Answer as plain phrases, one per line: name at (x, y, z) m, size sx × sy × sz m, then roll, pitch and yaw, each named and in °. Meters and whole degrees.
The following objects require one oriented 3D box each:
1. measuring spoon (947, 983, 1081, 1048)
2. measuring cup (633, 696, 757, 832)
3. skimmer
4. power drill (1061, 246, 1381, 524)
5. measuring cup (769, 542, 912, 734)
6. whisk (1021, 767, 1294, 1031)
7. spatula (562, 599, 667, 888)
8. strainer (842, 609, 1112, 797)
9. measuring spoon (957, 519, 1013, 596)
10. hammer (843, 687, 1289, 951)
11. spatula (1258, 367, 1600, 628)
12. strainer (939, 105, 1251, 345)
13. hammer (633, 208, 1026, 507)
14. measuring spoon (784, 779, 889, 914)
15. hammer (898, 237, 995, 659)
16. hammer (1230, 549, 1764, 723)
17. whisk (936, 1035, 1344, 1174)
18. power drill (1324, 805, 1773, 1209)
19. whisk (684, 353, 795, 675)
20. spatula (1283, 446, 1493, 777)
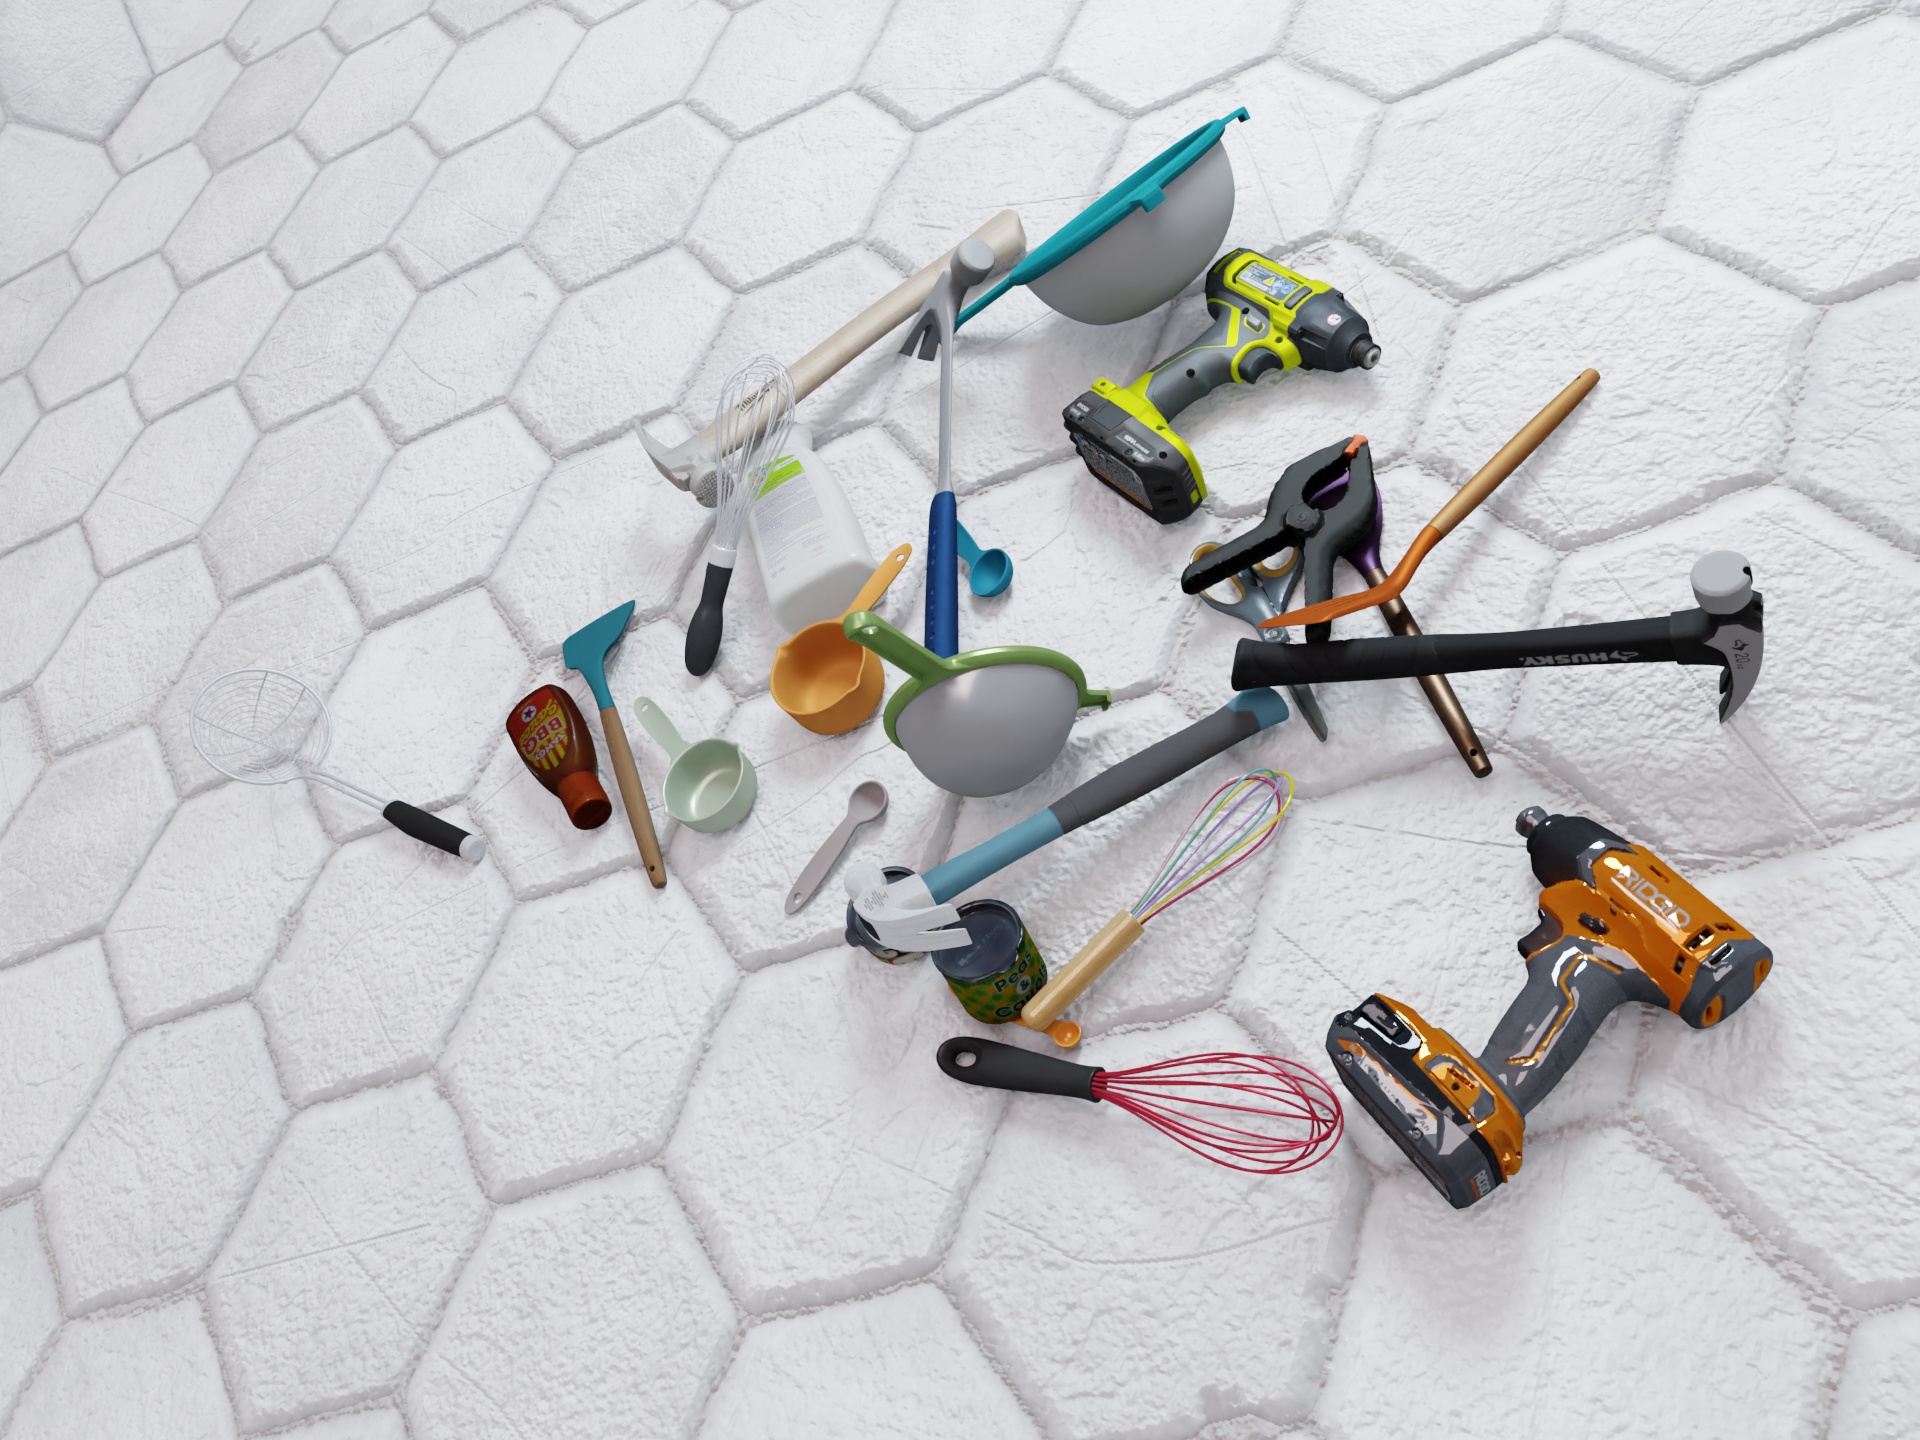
measuring spoon at (0.037, 0.202, 1.102) m, size 0.117 × 0.011 × 0.021 m, roll 18°, pitch 59°, yaw 38°
measuring cup at (-0.226, 0.032, 1.328) m, size 0.083 × 0.038 × 0.168 m, roll -44°, pitch 49°, yaw -3°
skimmer at (-0.571, 0.041, 1.468) m, size 0.363 × 0.090 × 0.127 m, roll 18°, pitch 39°, yaw 32°
power drill at (0.207, -0.267, 1.262) m, size 0.223 × 0.080 × 0.171 m, roll -42°, pitch 50°, yaw -5°
measuring cup at (-0.081, -0.065, 1.302) m, size 0.095 × 0.052 × 0.174 m, roll 25°, pitch 73°, yaw 36°
whisk at (0.134, 0.120, 1.074) m, size 0.245 × 0.051 × 0.047 m, roll -44°, pitch 57°, yaw -4°
spatula at (-0.292, 0.016, 1.382) m, size 0.082 × 0.044 × 0.318 m, roll -29°, pitch 56°, yaw 8°
strainer at (-0.002, -0.004, 1.096) m, size 0.151 × 0.256 × 0.069 m, roll -24°, pitch 62°, yaw 21°
measuring spoon at (0.011, -0.141, 1.326) m, size 0.042 × 0.021 × 0.129 m, roll -51°, pitch 40°, yaw 13°
hammer at (0.078, 0.063, 1.108) m, size 0.331 × 0.033 × 0.128 m, roll -29°, pitch 24°, yaw -5°
spatula at (0.341, -0.153, 1.112) m, size 0.322 × 0.041 × 0.081 m, roll -43°, pitch 14°, yaw -15°
strainer at (0.109, -0.374, 1.356) m, size 0.340 × 0.095 × 0.211 m, roll -24°, pitch 20°, yaw 47°
hammer at (-0.110, -0.348, 1.460) m, size 0.410 × 0.038 × 0.146 m, roll -39°, pitch 47°, yaw -12°
measuring spoon at (-0.095, 0.101, 1.233) m, size 0.034 × 0.018 × 0.124 m, roll 35°, pitch 87°, yaw 38°
hammer at (-0.015, -0.191, 1.314) m, size 0.144 × 0.035 × 0.406 m, roll 140°, pitch 135°, yaw -60°
hammer at (0.332, -0.041, 1.021) m, size 0.335 × 0.146 × 0.035 m, roll -3°, pitch 59°, yaw 31°
whisk at (0.105, 0.235, 1.017) m, size 0.296 × 0.073 × 0.073 m, roll 2°, pitch 62°, yaw 36°
power drill at (0.328, 0.156, 0.933) m, size 0.226 × 0.084 × 0.164 m, roll -38°, pitch 50°, yaw -3°
whisk at (-0.196, -0.172, 1.355) m, size 0.070 × 0.070 × 0.284 m, roll 28°, pitch 110°, yaw 37°
spatula at (0.307, -0.087, 1.132) m, size 0.060 × 0.018 × 0.316 m, roll -26°, pitch 51°, yaw 13°
